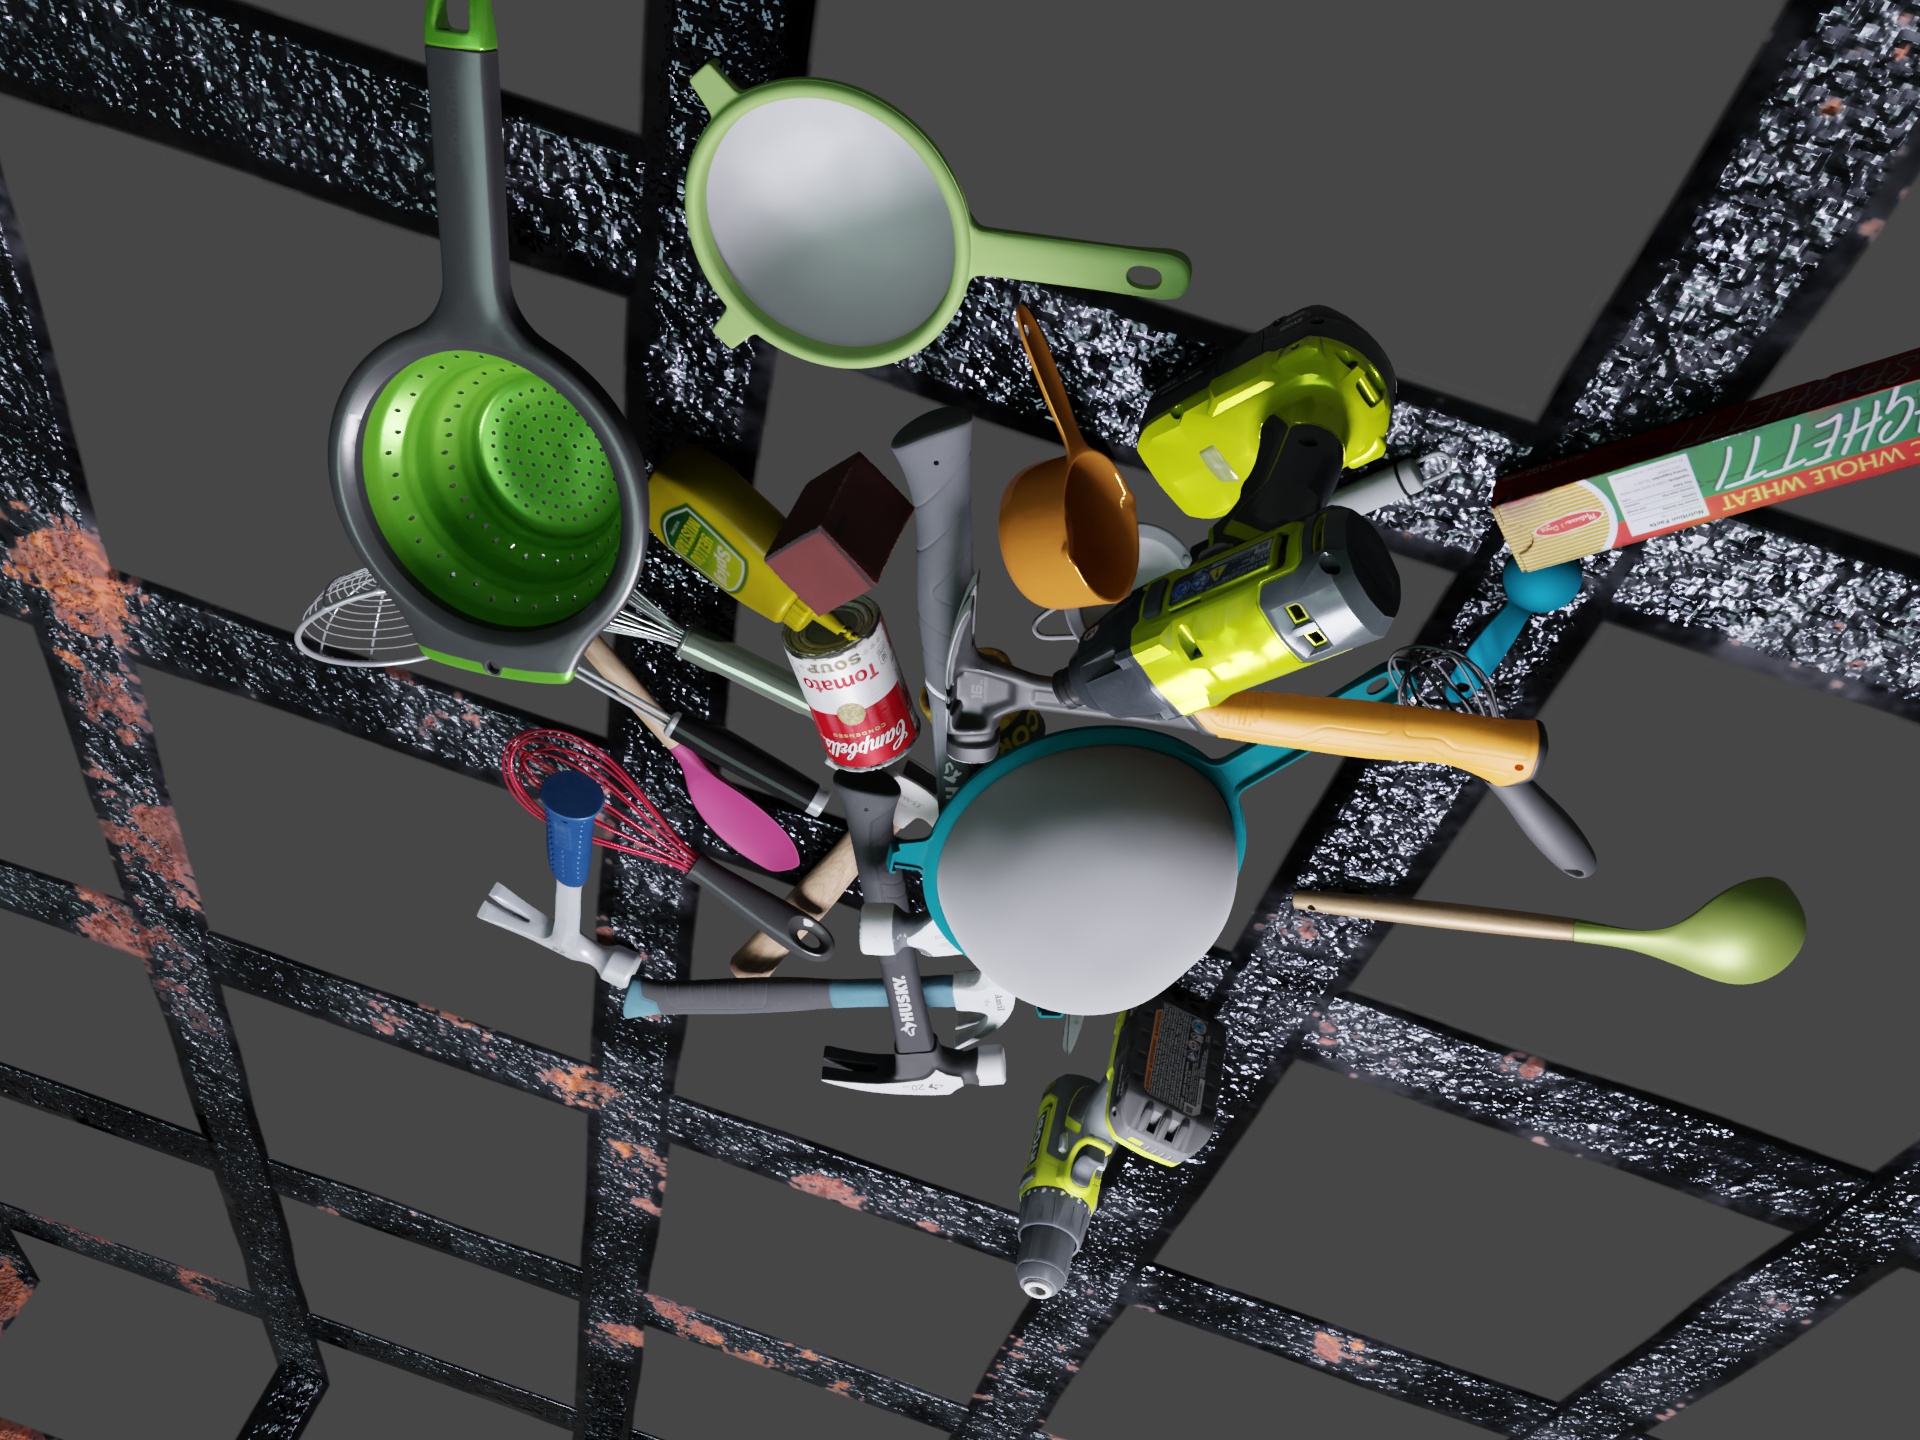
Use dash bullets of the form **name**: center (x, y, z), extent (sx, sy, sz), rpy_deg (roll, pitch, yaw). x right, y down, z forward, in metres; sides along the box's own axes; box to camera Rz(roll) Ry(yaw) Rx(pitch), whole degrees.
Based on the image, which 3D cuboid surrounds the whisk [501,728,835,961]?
- **whisk**: center (-0.220, 0.099, 1.218), extent (0.295, 0.073, 0.073), rpy_deg (34, 135, -7)

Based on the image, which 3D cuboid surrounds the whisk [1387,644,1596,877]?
- **whisk**: center (0.331, 0.029, 0.966), extent (0.055, 0.055, 0.238), rpy_deg (-22, 130, 36)

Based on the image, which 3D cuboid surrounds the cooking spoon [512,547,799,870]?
- **cooking spoon**: center (-0.221, -0.003, 1.149), extent (0.069, 0.017, 0.318), rpy_deg (-14, 123, 42)

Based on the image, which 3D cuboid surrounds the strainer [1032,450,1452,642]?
- **strainer**: center (0.160, -0.096, 0.914), extent (0.258, 0.050, 0.087), rpy_deg (-22, 79, 30)

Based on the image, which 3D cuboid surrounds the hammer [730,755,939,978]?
- **hammer**: center (-0.103, 0.128, 1.243), extent (0.130, 0.031, 0.331), rpy_deg (31, 136, -10)

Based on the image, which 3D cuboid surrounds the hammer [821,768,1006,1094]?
- **hammer**: center (-0.055, 0.166, 1.195), extent (0.146, 0.035, 0.334), rpy_deg (-5, 128, 5)

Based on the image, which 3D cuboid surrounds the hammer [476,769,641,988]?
- **hammer**: center (-0.309, 0.122, 1.233), extent (0.144, 0.035, 0.405), rpy_deg (26, 154, -3)

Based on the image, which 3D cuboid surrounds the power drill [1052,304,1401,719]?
- **power drill**: center (0.134, -0.097, 0.787), extent (0.171, 0.223, 0.080), rpy_deg (-22, 122, 36)

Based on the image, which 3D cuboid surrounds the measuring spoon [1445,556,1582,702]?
- **measuring spoon**: center (0.313, -0.047, 0.917), extent (0.042, 0.021, 0.128), rpy_deg (21, 137, 0)

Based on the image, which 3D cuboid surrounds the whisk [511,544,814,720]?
- **whisk**: center (-0.195, -0.058, 1.083), extent (0.246, 0.058, 0.059), rpy_deg (27, 106, -12)

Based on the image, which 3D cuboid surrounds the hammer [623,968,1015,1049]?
- **hammer**: center (-0.118, 0.223, 1.302), extent (0.331, 0.033, 0.128), rpy_deg (-3, 135, 8)

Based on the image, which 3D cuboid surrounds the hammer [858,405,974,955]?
- **hammer**: center (-0.002, -0.003, 0.978), extent (0.149, 0.036, 0.408), rpy_deg (0, 128, 4)

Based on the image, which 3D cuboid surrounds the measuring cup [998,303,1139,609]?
- **measuring cup**: center (0.045, -0.144, 0.894), extent (0.052, 0.095, 0.173), rpy_deg (-10, 111, 34)

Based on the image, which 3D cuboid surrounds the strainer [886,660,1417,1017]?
- **strainer**: center (0.138, 0.080, 0.972), extent (0.340, 0.095, 0.210), rpy_deg (-33, 123, 15)

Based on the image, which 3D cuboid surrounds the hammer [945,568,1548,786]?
- **hammer**: center (0.158, -0.009, 0.894), extent (0.337, 0.034, 0.127), rpy_deg (7, 136, 5)

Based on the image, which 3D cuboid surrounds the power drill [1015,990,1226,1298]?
- **power drill**: center (0.114, 0.334, 1.257), extent (0.080, 0.191, 0.228), rpy_deg (27, 132, -6)

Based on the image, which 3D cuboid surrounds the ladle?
- **ladle**: center (0.383, 0.127, 1.061), extent (0.320, 0.062, 0.078), rpy_deg (4, 136, 27)

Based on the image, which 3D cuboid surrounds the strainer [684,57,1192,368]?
- **strainer**: center (-0.008, -0.251, 0.800), extent (0.256, 0.069, 0.151), rpy_deg (11, 134, 10)

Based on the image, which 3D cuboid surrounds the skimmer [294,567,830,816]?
- **skimmer**: center (-0.264, -0.003, 1.087), extent (0.363, 0.090, 0.127), rpy_deg (29, 150, -10)

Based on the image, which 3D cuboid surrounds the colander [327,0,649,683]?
- **colander**: center (-0.261, -0.220, 0.928), extent (0.204, 0.094, 0.396), rpy_deg (11, 118, 11)
